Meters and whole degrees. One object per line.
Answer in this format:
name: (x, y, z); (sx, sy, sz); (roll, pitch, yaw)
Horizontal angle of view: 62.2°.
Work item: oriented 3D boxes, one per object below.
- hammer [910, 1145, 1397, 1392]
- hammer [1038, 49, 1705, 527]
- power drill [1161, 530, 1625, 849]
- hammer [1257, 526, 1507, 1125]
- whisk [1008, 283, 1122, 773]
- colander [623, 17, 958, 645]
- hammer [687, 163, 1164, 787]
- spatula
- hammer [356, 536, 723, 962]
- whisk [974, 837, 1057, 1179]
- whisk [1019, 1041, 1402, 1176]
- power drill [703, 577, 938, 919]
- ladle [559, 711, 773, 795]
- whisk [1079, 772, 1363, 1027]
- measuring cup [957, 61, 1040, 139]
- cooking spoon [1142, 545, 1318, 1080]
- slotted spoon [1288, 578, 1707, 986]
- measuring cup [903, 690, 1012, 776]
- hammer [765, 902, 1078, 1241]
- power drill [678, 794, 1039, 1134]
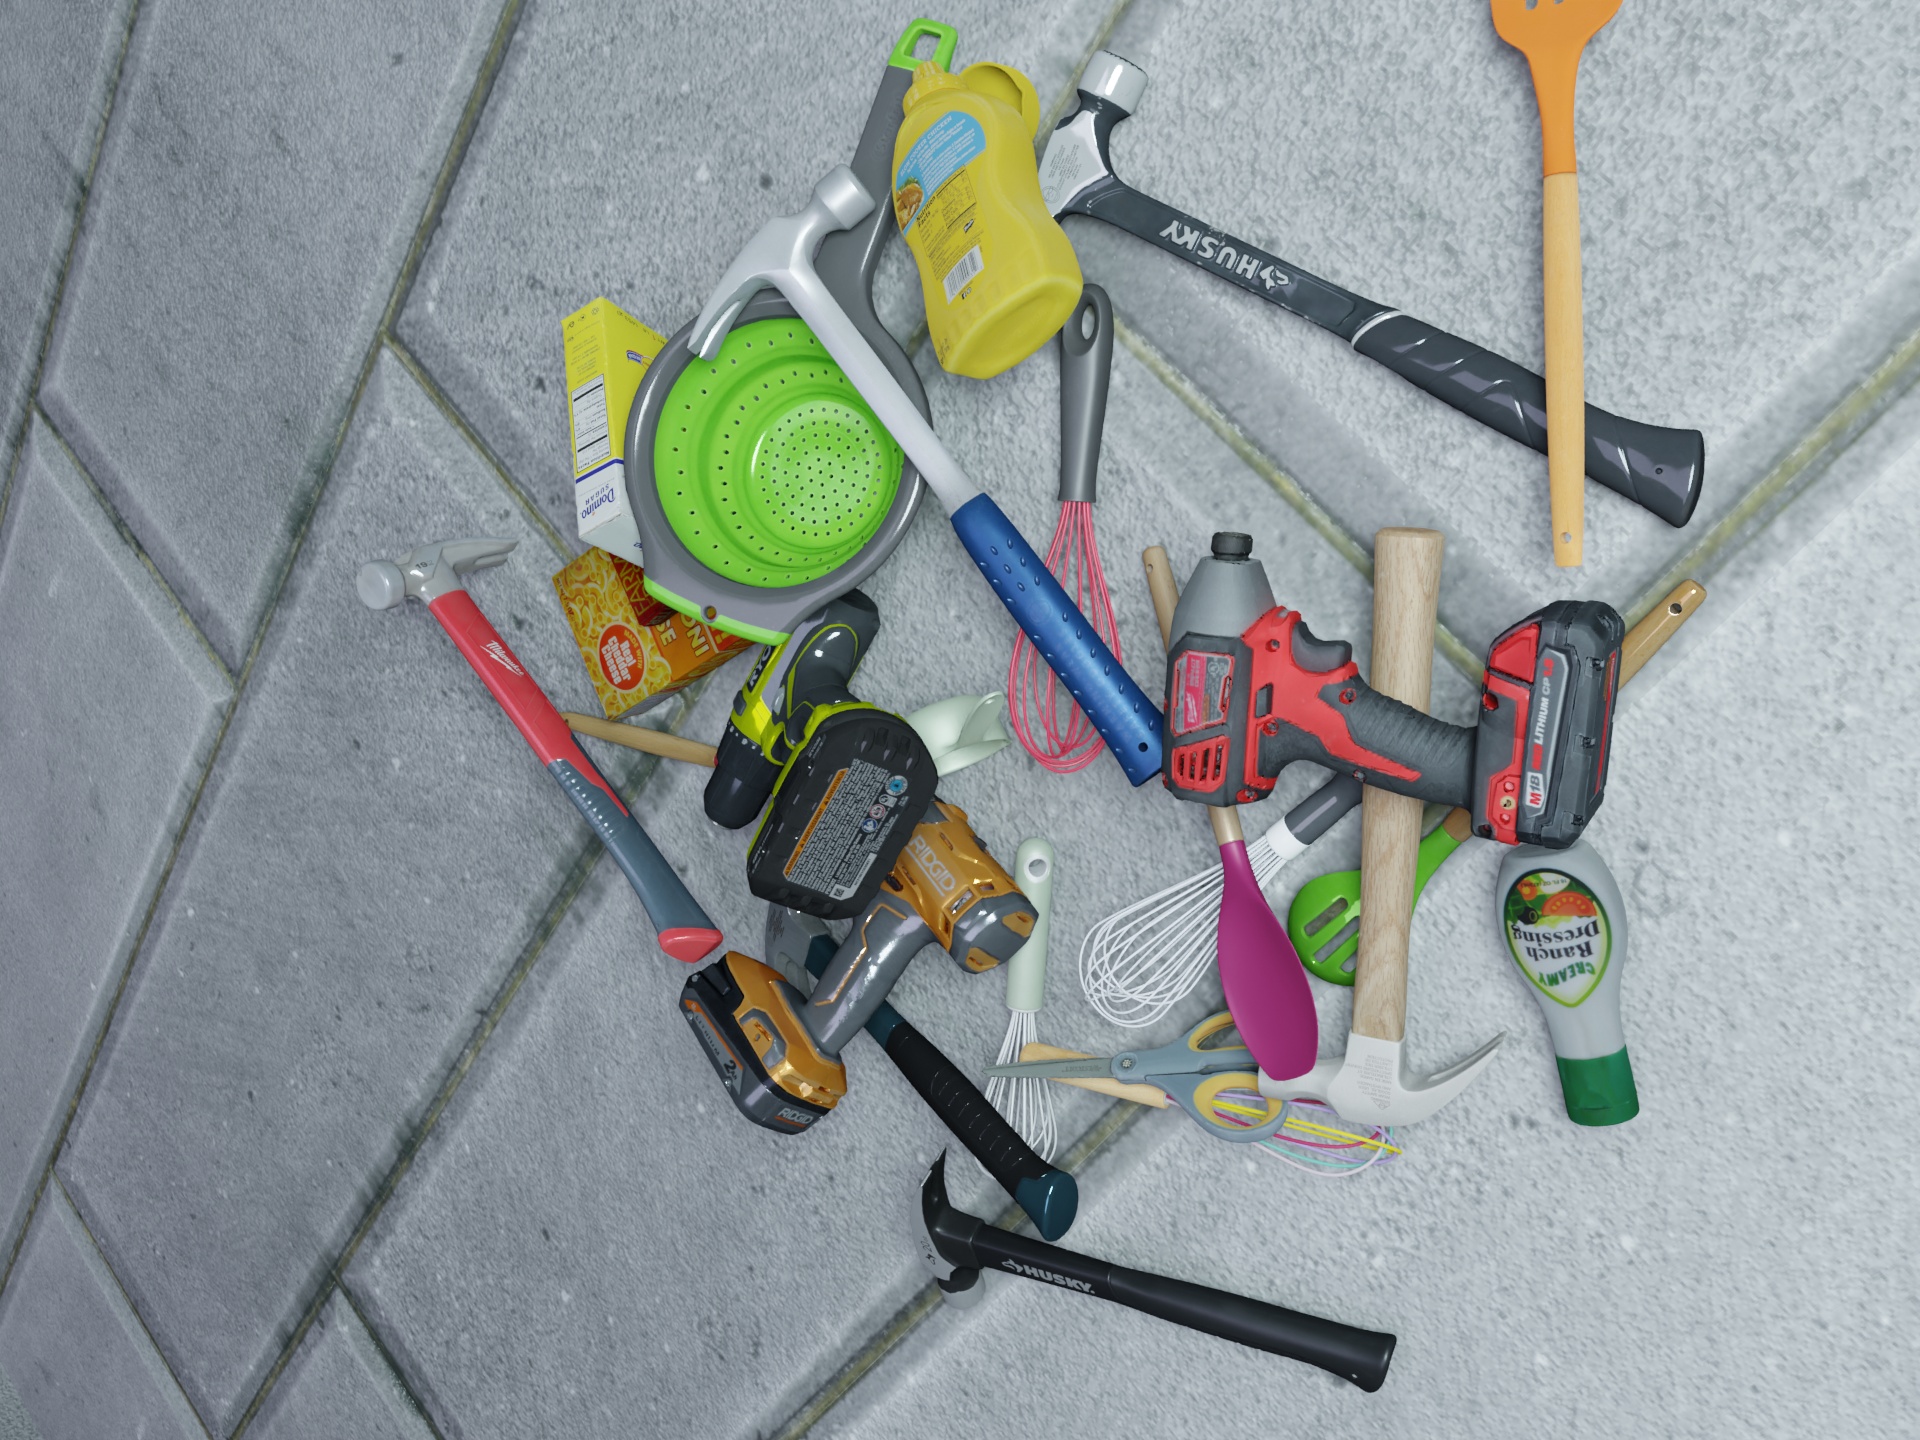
hammer: (0.115, 0.366, 1.031); (0.335, 0.035, 0.146); (6, 129, 30)
hammer: (0.202, -0.212, 0.848); (0.409, 0.036, 0.149); (35, 109, 23)
power drill: (0.208, -0.017, 0.798); (0.220, 0.078, 0.143); (8, 104, 28)
hammer: (0.235, 0.063, 0.859); (0.130, 0.031, 0.331); (7, 104, 25)
whisk: (0.068, -0.113, 0.964); (0.073, 0.073, 0.296); (8, 99, 34)
colander: (-0.077, -0.244, 1.026); (0.204, 0.094, 0.397); (23, 95, 14)
hammer: (-0.007, -0.131, 0.939); (0.144, 0.035, 0.405); (-38, 81, 11)
spatula: (0.293, -0.236, 0.767); (0.081, 0.041, 0.322); (0, 97, 32)
hammer: (-0.297, 0.018, 1.220); (0.386, 0.143, 0.038); (52, 124, 9)
whisk: (0.042, 0.197, 1.063); (0.057, 0.059, 0.246); (2, 101, -9)
whisk: (0.148, 0.231, 0.976); (0.245, 0.047, 0.051); (8, 102, 27)
power drill: (-0.102, 0.027, 1.028); (0.190, 0.080, 0.229); (-60, 26, 16)
ladle: (-0.200, 0.023, 1.207); (0.315, 0.031, 0.069); (11, 106, 35)
whisk: (0.169, 0.087, 0.938); (0.284, 0.070, 0.070); (-46, 74, 28)
measuring cup: (0.037, -0.318, 0.960); (0.062, 0.029, 0.156); (-14, 98, 38)
cooking spoon: (0.149, 0.046, 0.912); (0.068, 0.017, 0.319); (-36, 62, 53)
slotted spoon: (0.283, 0.042, 0.862); (0.070, 0.031, 0.313); (45, 121, 13)
measuring cup: (-0.002, -0.003, 0.992); (0.167, 0.083, 0.038); (122, 128, -69)
hammer: (-0.035, 0.224, 1.085); (0.331, 0.033, 0.128); (40, 122, 38)
power drill: (-0.080, 0.138, 1.060); (0.226, 0.084, 0.186); (-44, 54, 5)
